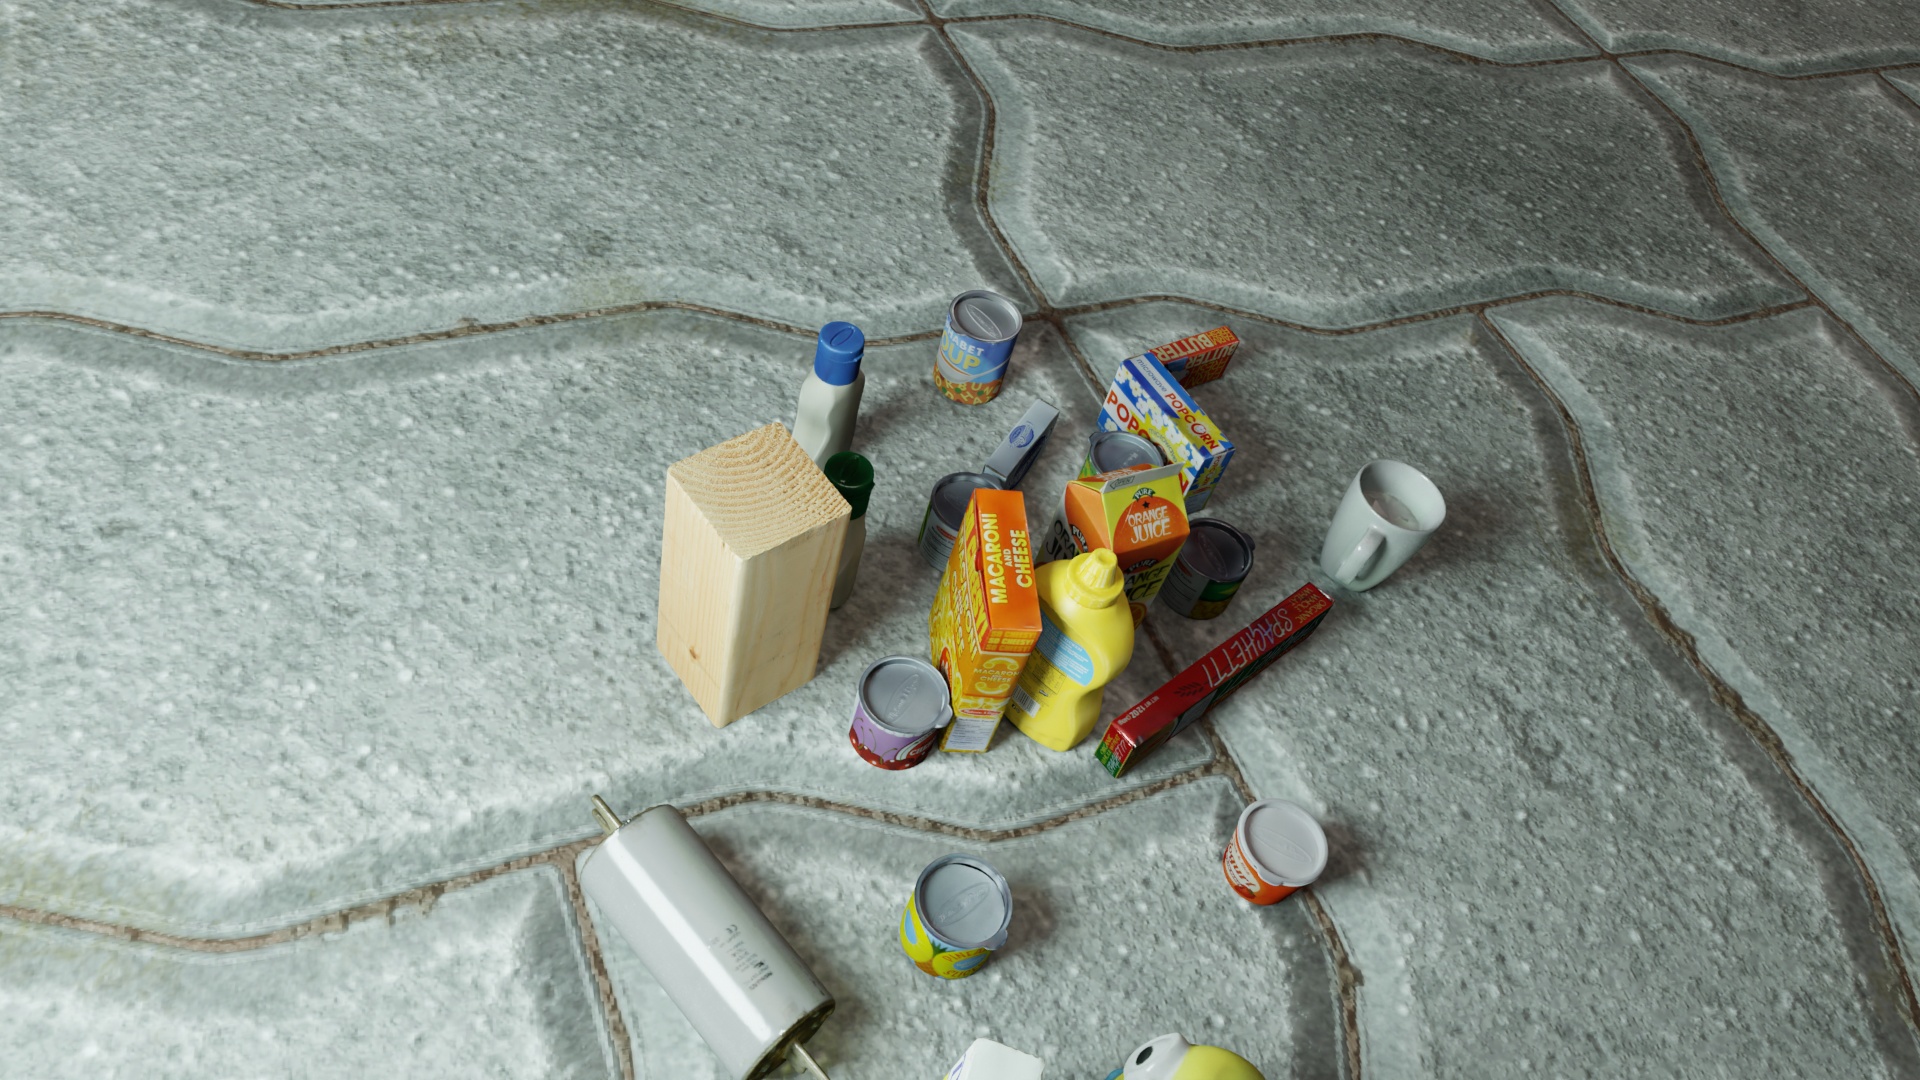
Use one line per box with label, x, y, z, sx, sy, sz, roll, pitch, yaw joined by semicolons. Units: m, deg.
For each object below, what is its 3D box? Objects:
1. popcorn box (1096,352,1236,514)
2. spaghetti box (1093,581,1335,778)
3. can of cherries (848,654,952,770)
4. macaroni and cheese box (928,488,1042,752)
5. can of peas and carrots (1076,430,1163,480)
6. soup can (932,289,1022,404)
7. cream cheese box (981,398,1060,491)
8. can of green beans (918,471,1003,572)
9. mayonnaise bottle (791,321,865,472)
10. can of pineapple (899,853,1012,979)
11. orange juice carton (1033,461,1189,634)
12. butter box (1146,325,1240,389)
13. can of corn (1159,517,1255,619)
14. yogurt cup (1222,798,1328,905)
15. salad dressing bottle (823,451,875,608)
popcorn box;0.180;-0.094;1.236;0.038;0.084;0.127;-20;60;-28
spaghetti box;0.206;0.107;1.105;0.251;0.049;0.029;-29;65;-32
can of cherries;-0.044;0.128;1.015;0.071;0.058;0.072;8;51;-9
macaroni and cheese box;0.014;0.061;1.014;0.040;0.165;0.124;4;52;-13
can of peas and carrots;0.134;-0.054;1.209;0.071;0.058;0.071;8;51;-9
soup can;0.012;-0.173;1.255;0.071;0.083;0.072;8;51;-9
cream cheese box;0.048;-0.073;1.204;0.024;0.053;0.104;30;51;10
can of green beans;0.003;-0.013;1.141;0.071;0.057;0.071;8;51;-9
mayonnaise bottle;-0.107;-0.114;1.134;0.041;0.147;0.065;34;52;12
can of pineapple;-0.003;0.253;0.926;0.071;0.057;0.071;8;51;-9
orange juice carton;0.114;0.008;1.067;0.072;0.191;0.073;-14;57;-24
butter box;0.215;-0.168;1.326;0.104;0.052;0.024;-20;60;-28
can of corn;0.207;0.024;1.167;0.071;0.058;0.071;8;51;-9
yogurt cup;0.226;0.229;1.010;0.072;0.053;0.073;8;51;-9
salad dressing bottle;-0.094;-0.007;1.051;0.044;0.146;0.064;24;50;4
